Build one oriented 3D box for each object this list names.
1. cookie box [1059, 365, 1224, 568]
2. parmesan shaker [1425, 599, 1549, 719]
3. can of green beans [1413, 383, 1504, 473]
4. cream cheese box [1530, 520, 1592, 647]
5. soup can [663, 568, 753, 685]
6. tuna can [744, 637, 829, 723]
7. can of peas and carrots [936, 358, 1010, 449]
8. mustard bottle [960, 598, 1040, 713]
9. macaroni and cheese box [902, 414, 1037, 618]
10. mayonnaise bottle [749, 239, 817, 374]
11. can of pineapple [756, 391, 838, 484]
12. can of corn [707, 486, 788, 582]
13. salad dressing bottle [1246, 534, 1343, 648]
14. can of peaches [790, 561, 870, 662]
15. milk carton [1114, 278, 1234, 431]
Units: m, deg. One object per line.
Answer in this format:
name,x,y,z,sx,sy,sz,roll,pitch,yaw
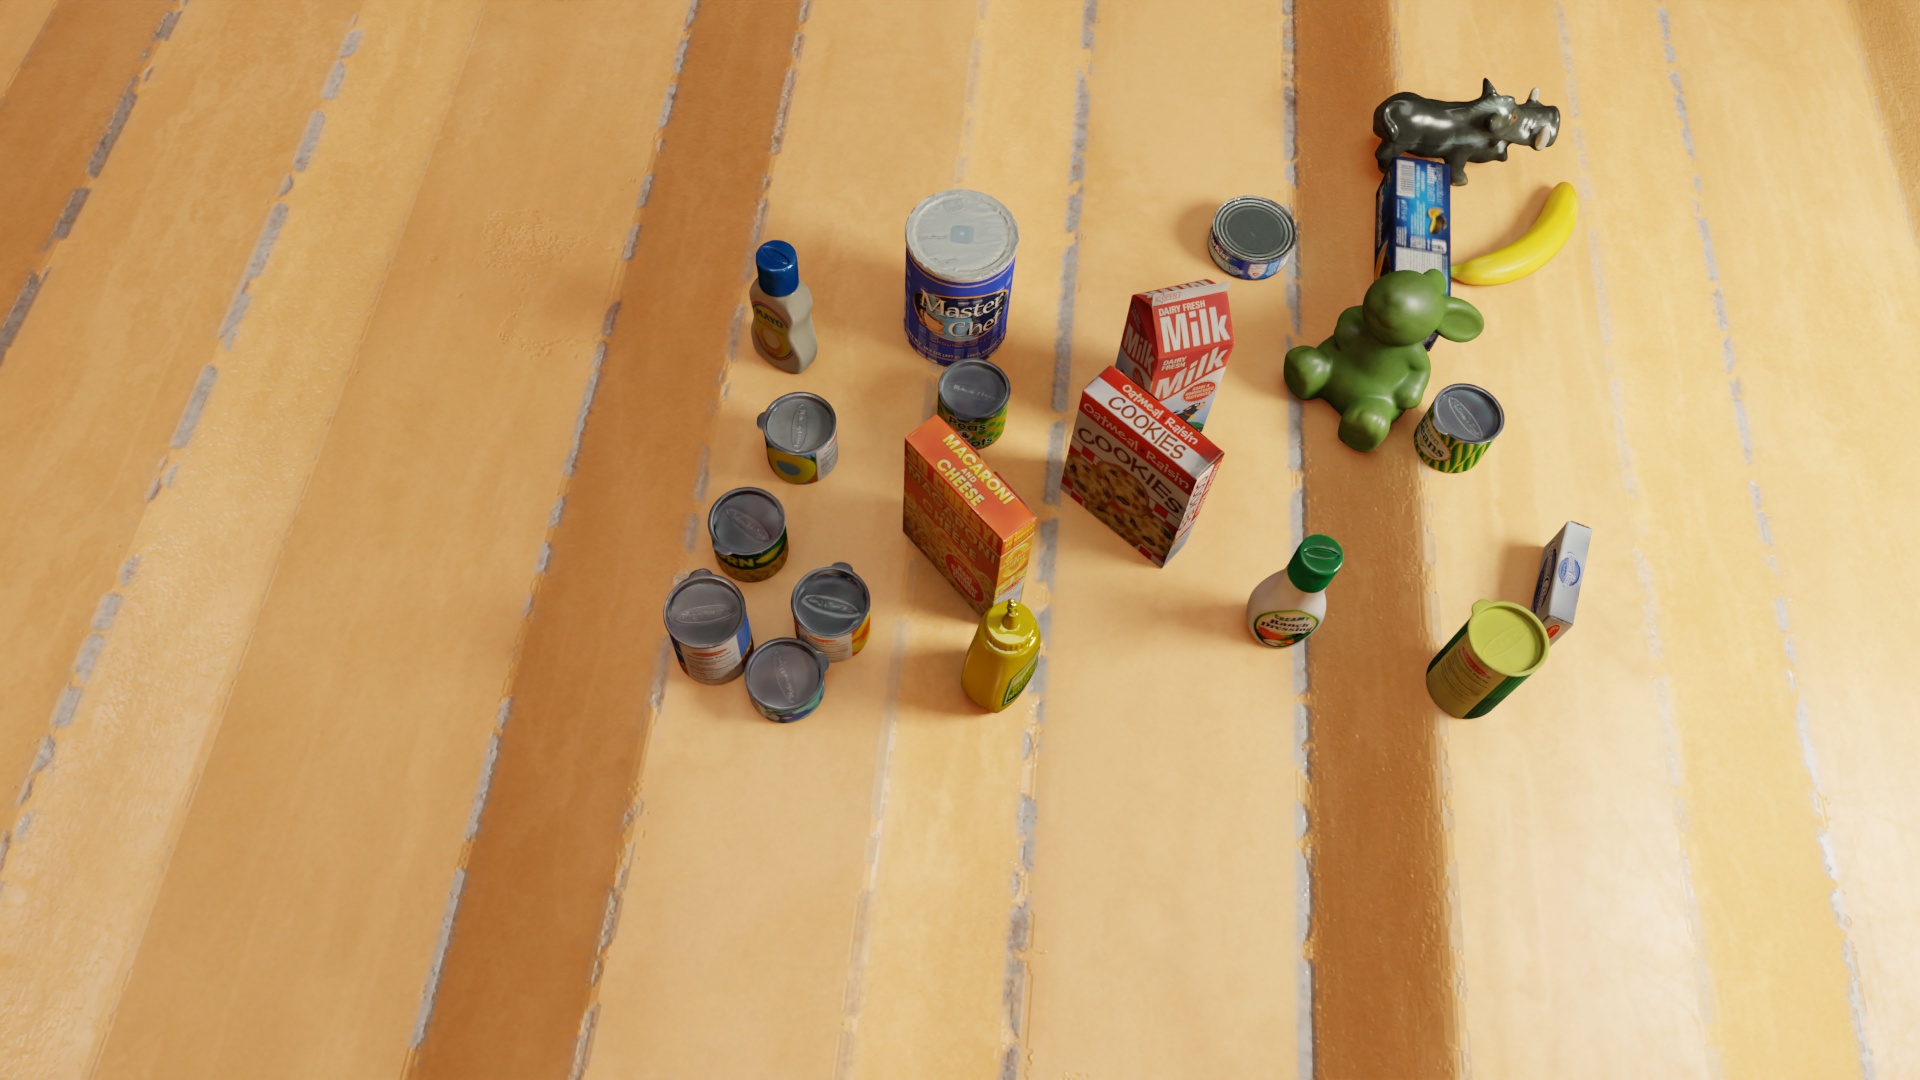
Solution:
cookie box,0.153,-0.061,1.198,0.123,0.166,0.040,40,68,16
parmesan shaker,0.439,0.100,1.167,0.071,0.102,0.071,1,63,-3
can of green beans,0.466,-0.104,1.301,0.071,0.057,0.071,1,63,-3
cream cheese box,0.530,0.039,1.232,0.024,0.053,0.104,20,63,7
soup can,-0.208,0.073,1.154,0.071,0.083,0.071,1,63,-3
tuna can,-0.144,0.116,1.163,0.071,0.032,0.071,1,62,-3
can of peas and carrots,0.011,-0.123,1.283,0.071,0.058,0.071,1,63,-3
mustard bottle,0.035,0.087,1.118,0.049,0.159,0.065,36,67,14
macaroni and cheese box,0.004,-0.015,1.166,0.040,0.165,0.124,-36,70,-19
mayonnaise bottle,-0.164,-0.214,1.270,0.065,0.147,0.041,32,66,12
can of pineapple,-0.146,-0.093,1.258,0.071,0.057,0.071,1,63,-3
can of corn,-0.185,-0.002,1.209,0.071,0.058,0.071,1,63,-3
salad dressing bottle,0.281,0.043,1.162,0.064,0.147,0.044,8,63,1
can of peaches,-0.108,0.061,1.180,0.071,0.057,0.071,1,63,-3
milk carton,0.190,-0.168,1.243,0.072,0.189,0.074,-13,64,-10
